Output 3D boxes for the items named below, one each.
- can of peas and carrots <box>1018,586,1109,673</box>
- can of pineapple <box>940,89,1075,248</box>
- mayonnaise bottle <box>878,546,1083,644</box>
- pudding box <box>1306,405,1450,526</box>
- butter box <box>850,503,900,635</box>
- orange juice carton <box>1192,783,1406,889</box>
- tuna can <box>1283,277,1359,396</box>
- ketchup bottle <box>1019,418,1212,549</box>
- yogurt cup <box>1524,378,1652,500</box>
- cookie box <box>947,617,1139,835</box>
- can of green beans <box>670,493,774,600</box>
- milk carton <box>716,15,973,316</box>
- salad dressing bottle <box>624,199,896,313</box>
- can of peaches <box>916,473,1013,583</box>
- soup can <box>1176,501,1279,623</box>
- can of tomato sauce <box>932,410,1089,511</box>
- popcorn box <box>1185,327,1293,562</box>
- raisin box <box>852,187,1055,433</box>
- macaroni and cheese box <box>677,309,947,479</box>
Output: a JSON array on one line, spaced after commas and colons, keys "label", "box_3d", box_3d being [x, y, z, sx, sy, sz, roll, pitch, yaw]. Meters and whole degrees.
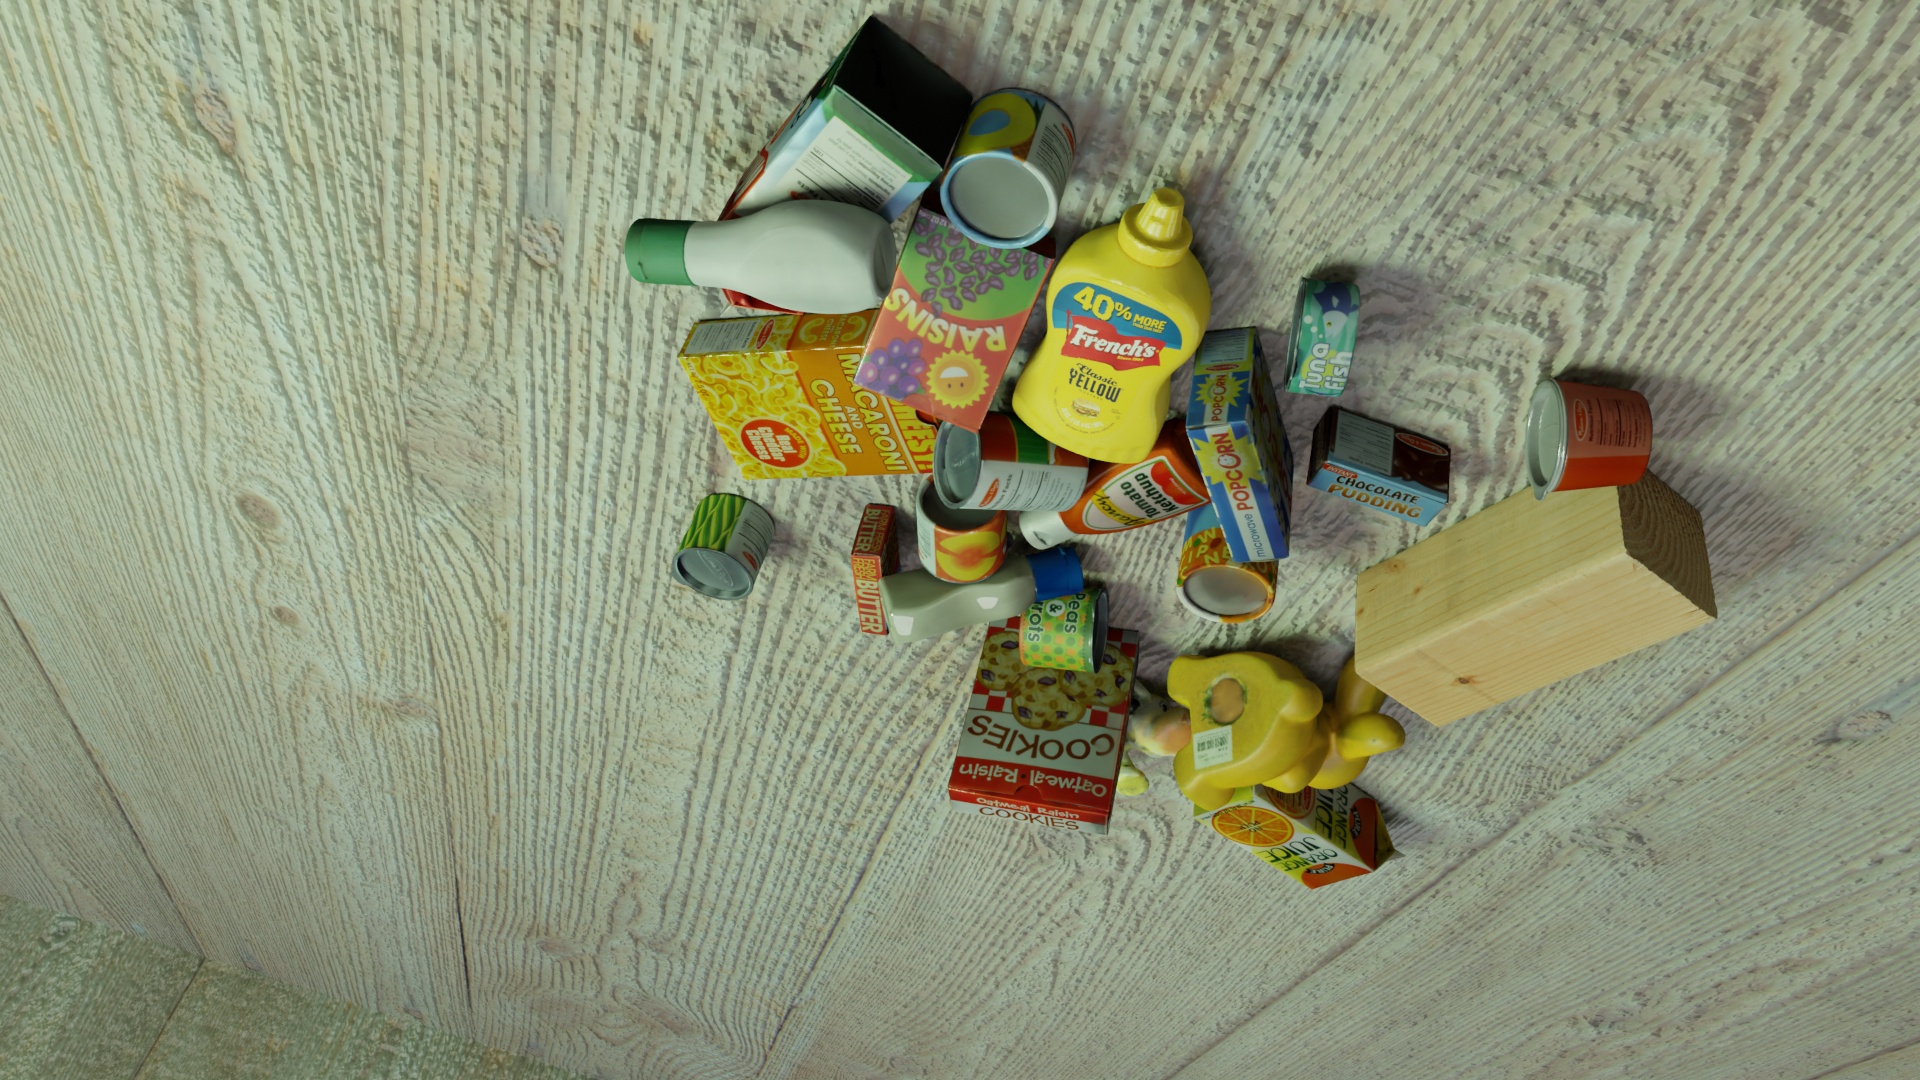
[{"label": "can of peas and carrots", "box_3d": [0.080, 0.066, 1.072, 0.059, 0.071, 0.070, 4, 141, 16]}, {"label": "can of pineapple", "box_3d": [0.025, -0.203, 0.764, 0.071, 0.058, 0.070, 10, 142, 8]}, {"label": "mayonnaise bottle", "box_3d": [0.016, 0.037, 1.033, 0.148, 0.065, 0.041, -12, 117, -7]}, {"label": "pudding box", "box_3d": [0.265, -0.047, 0.879, 0.084, 0.050, 0.030, 18, 144, -3]}, {"label": "butter box", "box_3d": [-0.065, 0.024, 1.083, 0.024, 0.053, 0.103, 8, 142, 8]}, {"label": "orange juice carton", "box_3d": [0.297, 0.242, 1.207, 0.192, 0.073, 0.071, 33, 139, -22]}, {"label": "tuna can", "box_3d": [0.207, -0.115, 0.798, 0.033, 0.071, 0.070, 8, 142, 8]}, {"label": "ketchup bottle", "box_3d": [0.106, -0.033, 0.959, 0.148, 0.044, 0.064, -23, 126, 40]}, {"label": "yogurt cup", "box_3d": [0.368, -0.061, 0.815, 0.054, 0.073, 0.072, 1, 141, 6]}, {"label": "cookie box", "box_3d": [0.068, 0.140, 1.085, 0.123, 0.168, 0.040, 6, 140, 12]}, {"label": "can of green beans", "box_3d": [-0.187, 0.005, 1.100, 0.071, 0.058, 0.071, 10, 142, 8]}, {"label": "milk carton", "box_3d": [-0.083, -0.199, 0.797, 0.073, 0.073, 0.189, 34, 138, -20]}, {"label": "salad dressing bottle", "box_3d": [-0.111, -0.157, 0.764, 0.148, 0.044, 0.064, 6, 140, 16]}, {"label": "can of peaches", "box_3d": [0.004, -0.013, 1.005, 0.071, 0.071, 0.057, 9, 141, 9]}, {"label": "soup can", "box_3d": [0.186, 0.003, 0.942, 0.071, 0.084, 0.071, 10, 141, 8]}, {"label": "can of tomato sauce", "box_3d": [0.033, -0.054, 0.919, 0.083, 0.071, 0.071, 2, 150, -28]}, {"label": "popcorn box", "box_3d": [0.177, -0.058, 0.868, 0.038, 0.085, 0.126, -6, 137, 24]}, {"label": "raisin box", "box_3d": [-0.004, -0.137, 0.838, 0.086, 0.040, 0.122, 20, 120, -8]}, {"label": "macaroni and cheese box", "box_3d": [-0.092, -0.097, 0.953, 0.166, 0.040, 0.123, -1, 139, 20]}]
